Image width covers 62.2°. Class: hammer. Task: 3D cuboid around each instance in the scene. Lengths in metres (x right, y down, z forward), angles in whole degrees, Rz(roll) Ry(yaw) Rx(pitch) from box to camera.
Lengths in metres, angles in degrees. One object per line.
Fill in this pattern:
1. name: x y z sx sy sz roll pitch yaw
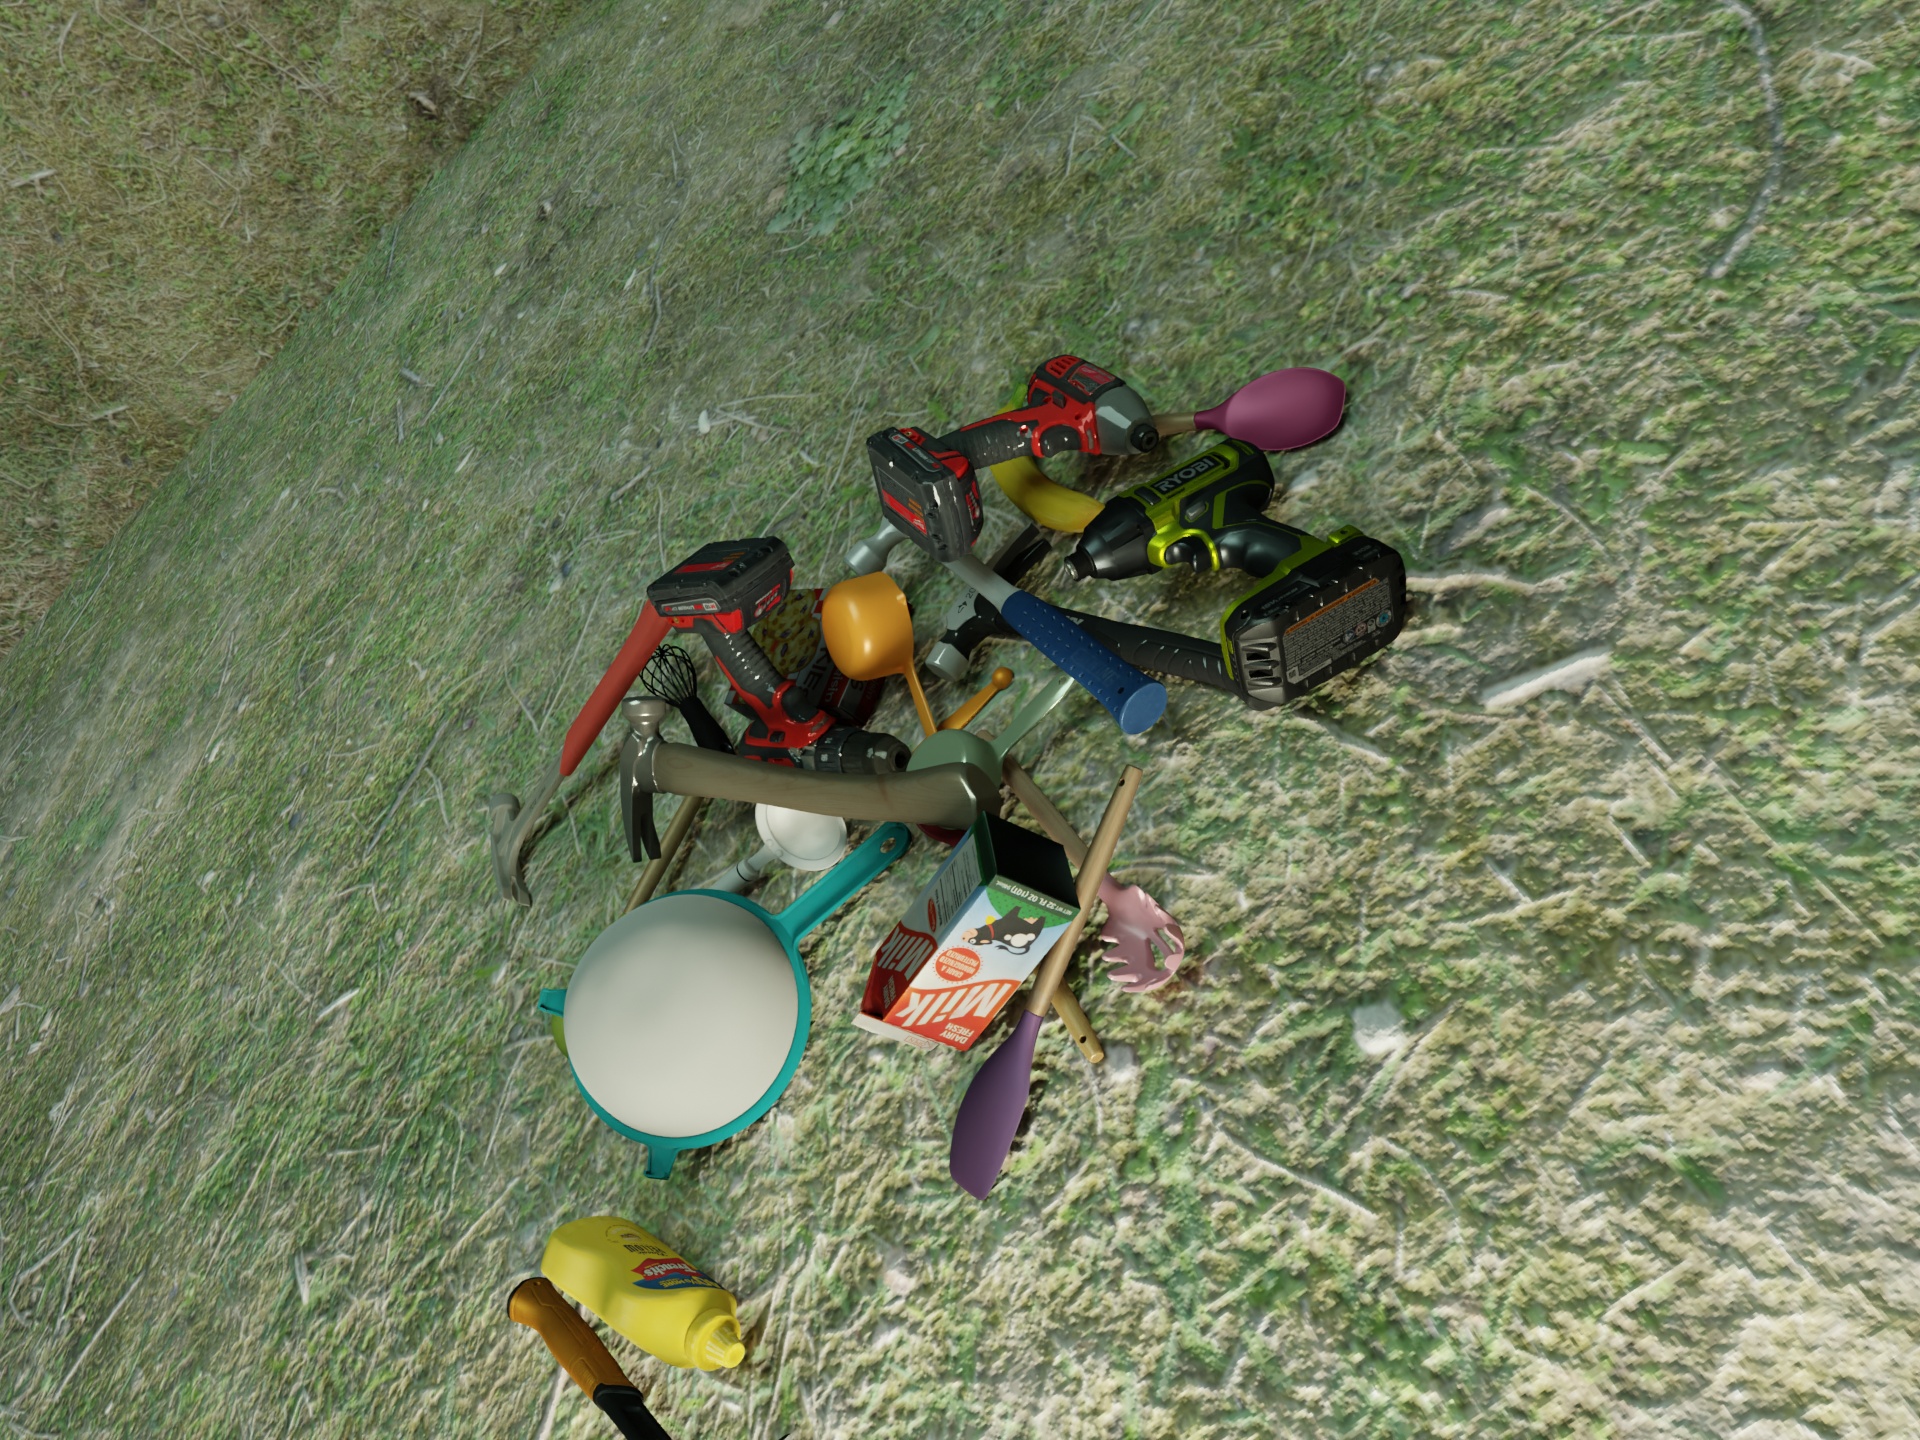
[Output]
1. hammer: -0.135 0.063 1.277 0.411 0.038 0.146 5 98 41
2. hammer: 0.121 -0.067 1.226 0.335 0.035 0.146 18 71 46
3. hammer: -0.370 0.014 1.576 0.359 0.036 0.149 -52 39 21
4. hammer: -0.253 0.487 1.173 0.337 0.127 0.034 10 100 56
5. hammer: 0.040 -0.102 1.262 0.144 0.035 0.406 -47 39 1

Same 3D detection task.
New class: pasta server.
1. pasta server: 0.077 0.090 1.164 0.060 0.040 0.317 -58 38 16

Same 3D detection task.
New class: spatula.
1. spatula: 0.060 0.177 1.100 0.060 0.018 0.316 24 92 51

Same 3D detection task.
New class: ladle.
1. ladle: -0.280 0.162 1.452 0.078 0.062 0.320 -4 53 51
2. ladle: 0.034 0.132 1.184 0.069 0.031 0.316 -45 44 14

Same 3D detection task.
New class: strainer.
1. strainer: -0.182 0.185 1.256 0.340 0.095 0.211 -40 65 -1
2. strainer: -0.178 0.122 1.372 0.258 0.087 0.050 -39 4 26

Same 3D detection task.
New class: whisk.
1. whisk: -0.261 -0.014 1.529 0.055 0.055 0.239 -49 38 5

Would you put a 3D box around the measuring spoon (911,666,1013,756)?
1. measuring spoon: -0.002 -0.004 1.319 0.117 0.011 0.021 -42 42 13

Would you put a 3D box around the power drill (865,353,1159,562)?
1. power drill: 0.048 -0.219 1.289 0.219 0.078 0.143 -28 42 -18

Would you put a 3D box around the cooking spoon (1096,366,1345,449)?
1. cooking spoon: 0.176 -0.245 1.312 0.319 0.017 0.069 4 77 44

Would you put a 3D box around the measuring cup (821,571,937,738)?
1. measuring cup: -0.066 -0.040 1.323 0.174 0.052 0.095 68 155 18

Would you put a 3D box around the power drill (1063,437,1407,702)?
1. power drill: 0.191 -0.110 1.131 0.171 0.080 0.223 -29 40 -13

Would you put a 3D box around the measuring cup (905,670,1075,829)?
1. measuring cup: 0.022 0.012 1.215 0.167 0.038 0.083 -45 45 16

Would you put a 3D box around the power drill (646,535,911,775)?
1. power drill: -0.145 -0.036 1.325 0.188 0.226 0.080 2 35 45
